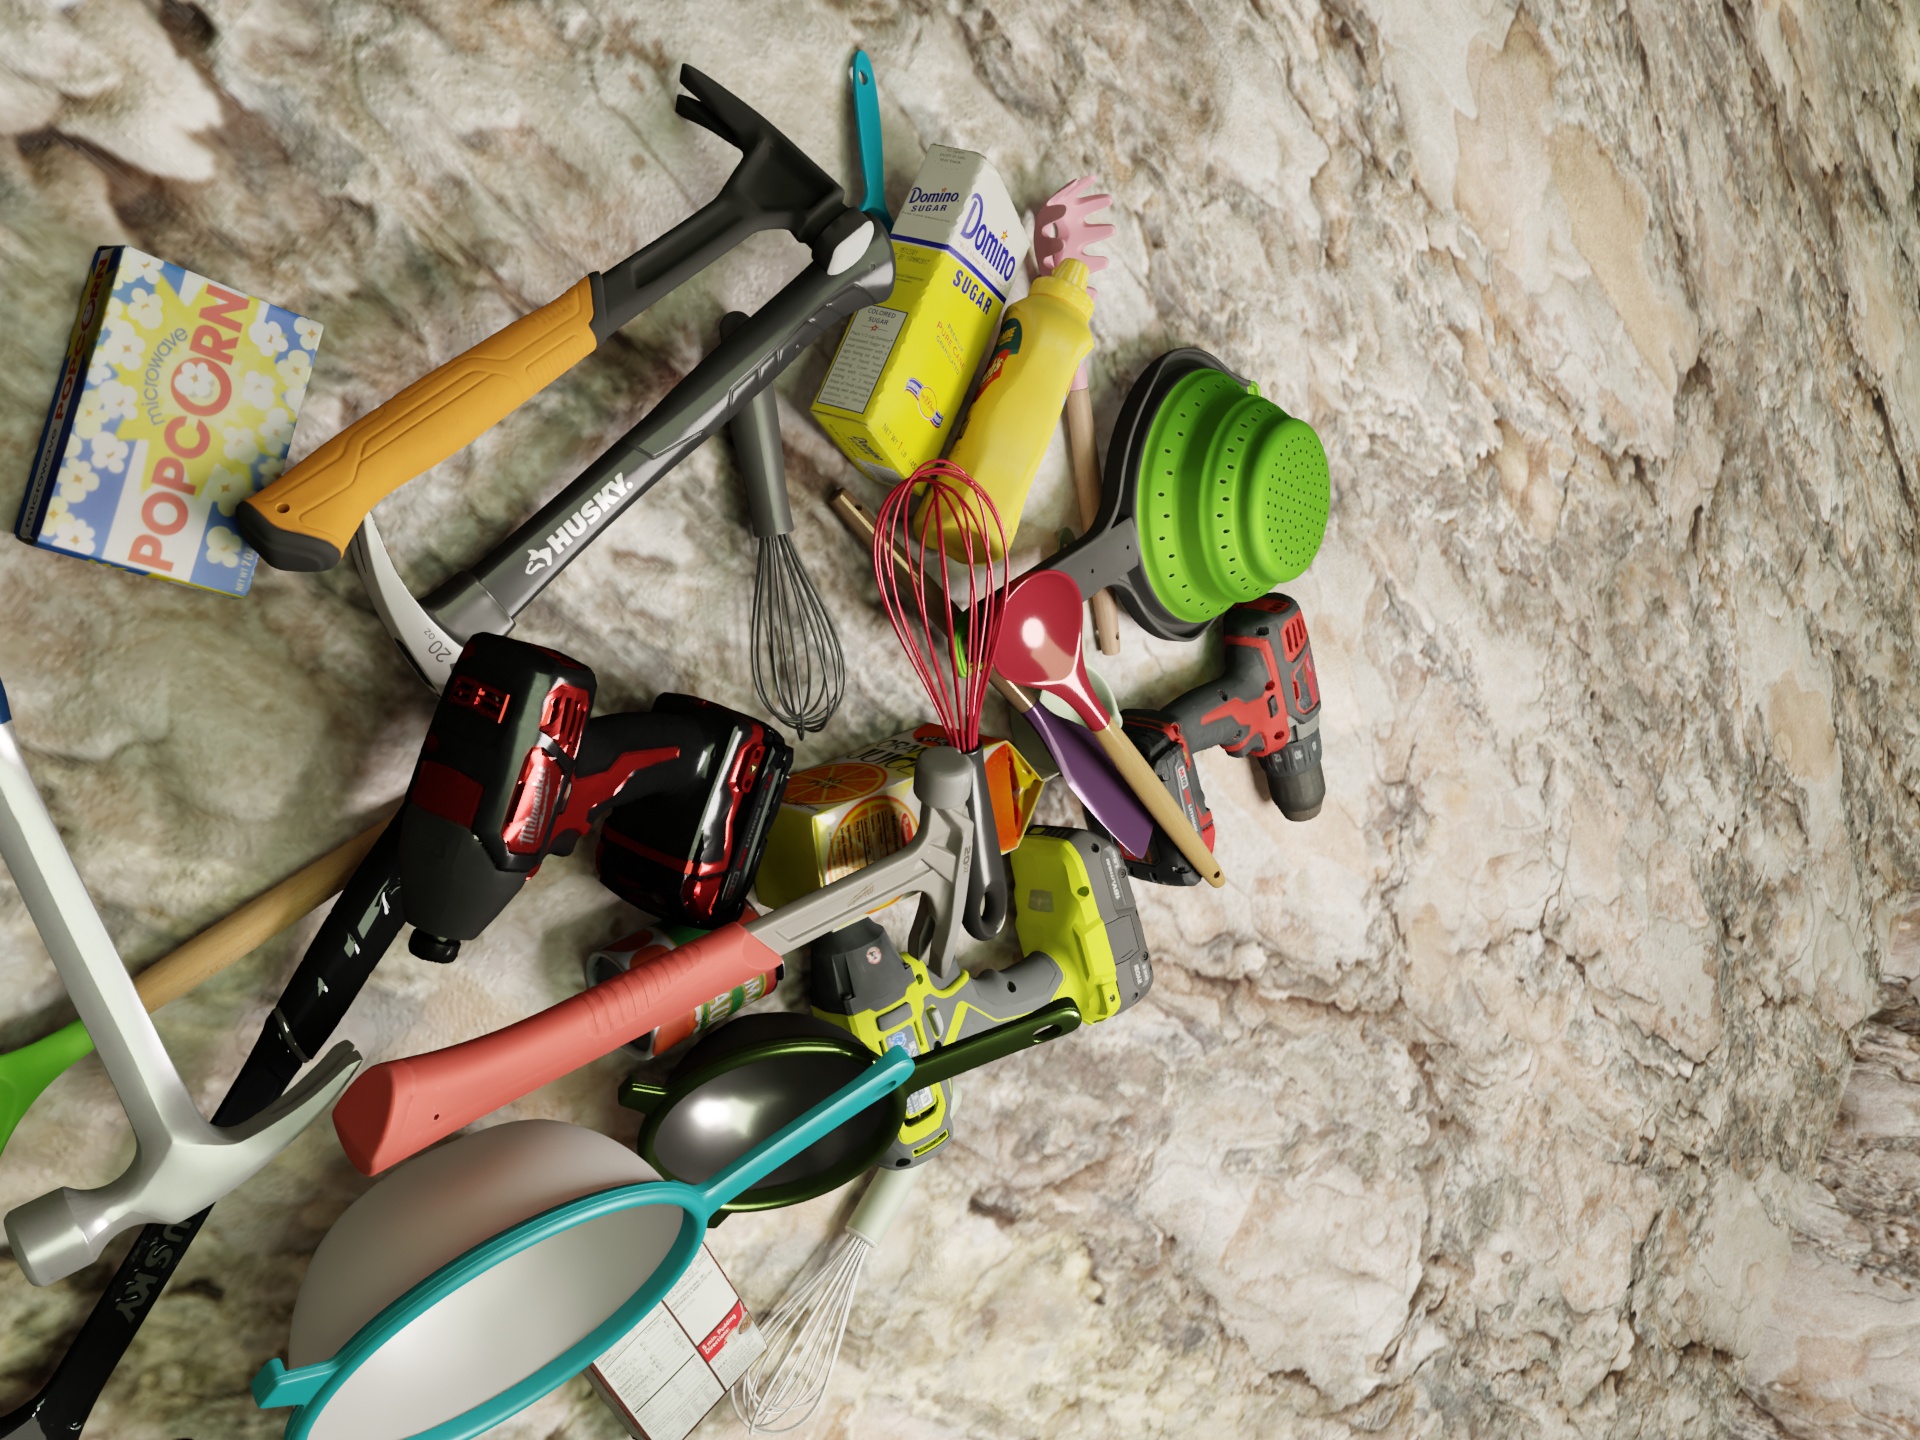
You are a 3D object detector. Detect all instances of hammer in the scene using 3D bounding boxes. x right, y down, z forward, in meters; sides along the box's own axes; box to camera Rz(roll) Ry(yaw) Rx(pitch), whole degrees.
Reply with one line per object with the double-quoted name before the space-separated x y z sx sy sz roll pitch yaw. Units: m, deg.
"hammer" -0.370 0.012 0.616 0.144 0.035 0.405 -26 107 -28
"hammer" -0.154 -0.146 0.802 0.335 0.035 0.146 -47 126 -17
"hammer" -0.193 -0.184 0.737 0.127 0.034 0.337 43 62 3
"hammer" -0.130 0.131 0.786 0.359 0.037 0.149 -23 133 -40
"hammer" -0.309 0.163 0.720 0.149 0.036 0.409 40 75 -44

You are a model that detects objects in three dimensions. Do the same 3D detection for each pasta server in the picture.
"pasta server" 0.086 -0.192 1.048 0.060 0.040 0.316 -32 120 -46

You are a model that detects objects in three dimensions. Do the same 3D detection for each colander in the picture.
"colander" 0.141 -0.117 1.037 0.397 0.094 0.204 -35 124 -42

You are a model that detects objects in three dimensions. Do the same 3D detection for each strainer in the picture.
"strainer" -0.184 0.232 0.793 0.340 0.095 0.210 -30 151 -23
"strainer" -0.060 0.190 0.902 0.256 0.069 0.151 -19 134 -5

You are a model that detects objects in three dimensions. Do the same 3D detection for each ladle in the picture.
"ladle" 0.100 0.016 0.996 0.069 0.031 0.315 -45 129 -7

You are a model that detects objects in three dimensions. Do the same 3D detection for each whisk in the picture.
"whisk" -0.001 -0.003 0.891 0.073 0.073 0.295 -28 122 -37
"whisk" -0.066 0.333 1.003 0.246 0.058 0.059 -57 165 -23
"whisk" -0.104 -0.105 0.879 0.055 0.055 0.239 -20 106 -40

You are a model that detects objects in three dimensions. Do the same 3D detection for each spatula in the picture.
"spatula" 0.027 -0.029 0.991 0.315 0.018 0.060 46 42 -24

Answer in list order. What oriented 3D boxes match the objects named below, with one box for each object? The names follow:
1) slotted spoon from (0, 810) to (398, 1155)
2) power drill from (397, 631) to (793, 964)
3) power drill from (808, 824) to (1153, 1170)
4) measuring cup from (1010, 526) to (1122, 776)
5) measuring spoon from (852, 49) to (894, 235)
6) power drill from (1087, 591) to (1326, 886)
"slotted spoon" -0.348 0.115 0.703 0.314 0.031 0.070 -39 131 -34
"power drill" -0.176 0.045 0.757 0.219 0.078 0.143 18 92 -67
"power drill" 0.010 0.157 1.014 0.223 0.080 0.171 -24 104 -35
"measuring cup" 0.065 -0.044 1.063 0.083 0.038 0.168 3 81 -41
"measuring spoon" -0.058 -0.315 0.907 0.042 0.021 0.128 -8 94 -55
"power drill" 0.194 0.032 1.168 0.227 0.080 0.187 -37 122 -36
